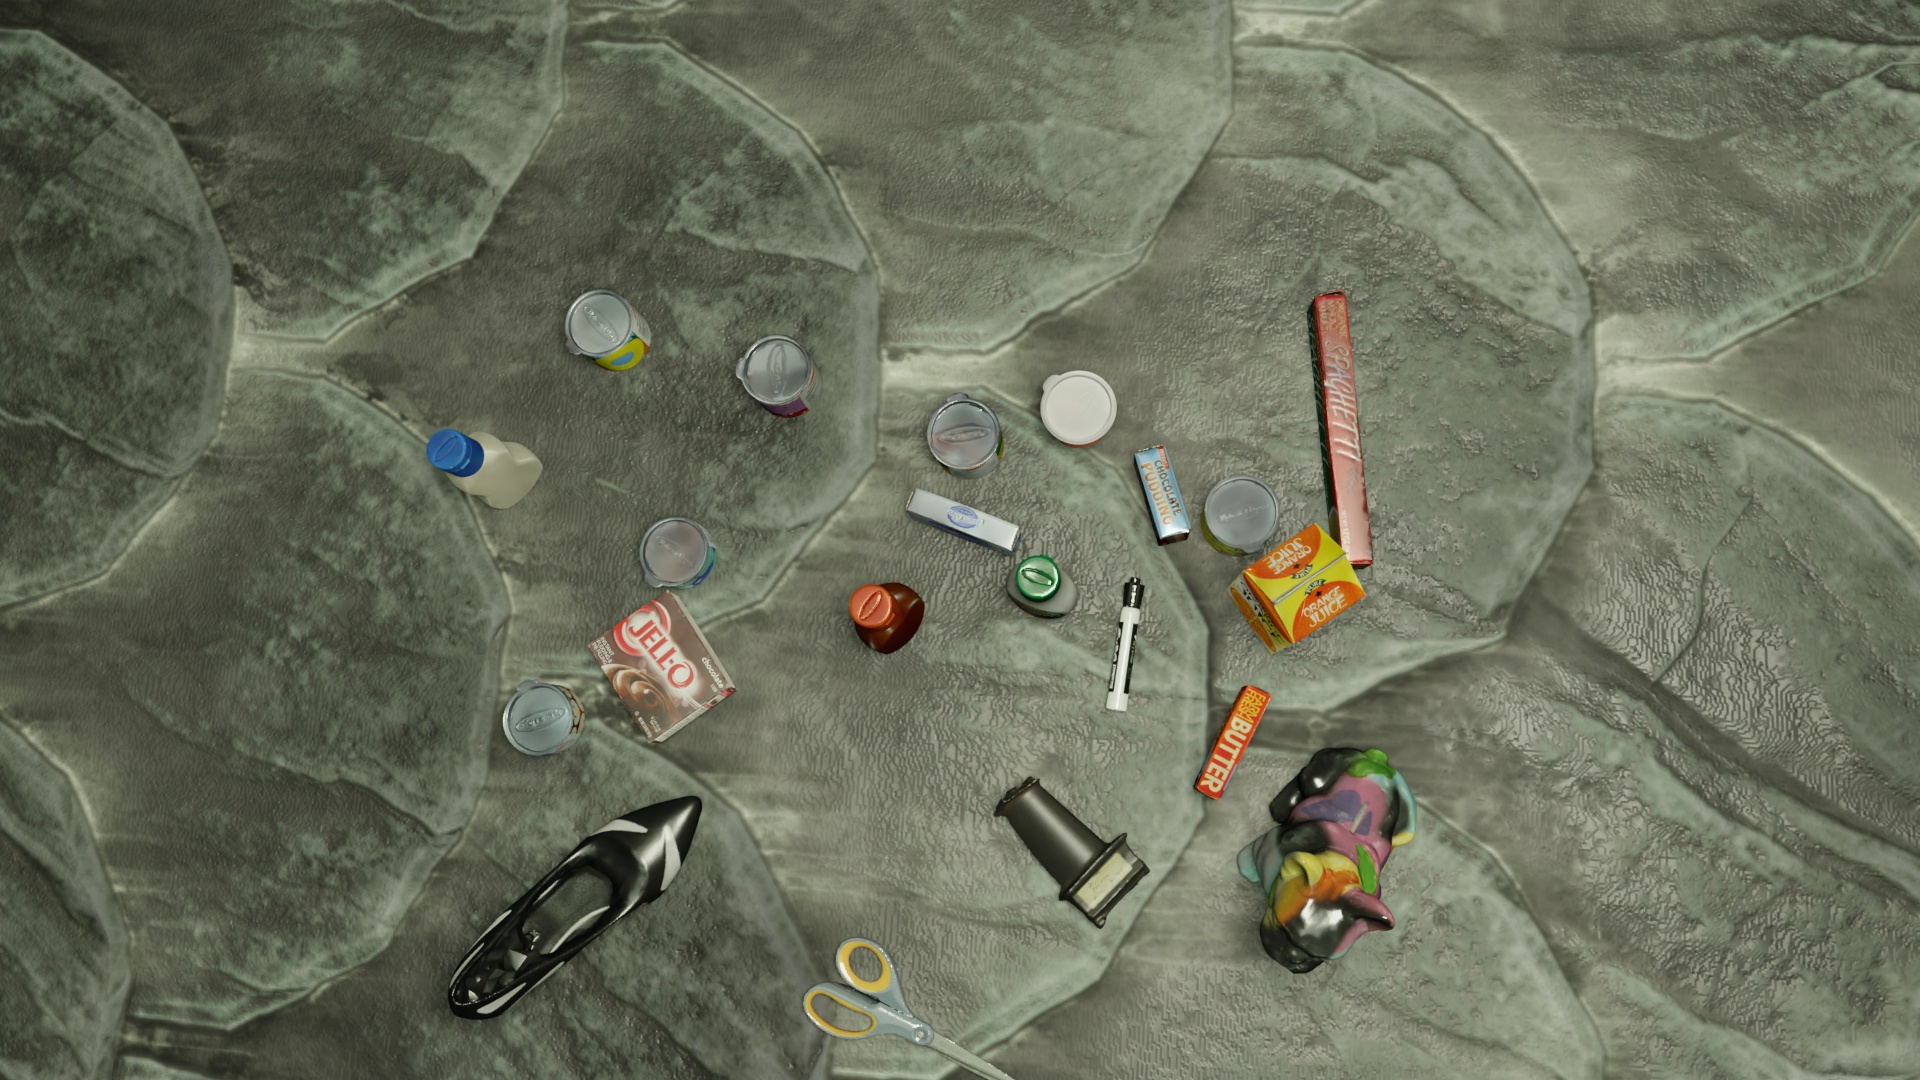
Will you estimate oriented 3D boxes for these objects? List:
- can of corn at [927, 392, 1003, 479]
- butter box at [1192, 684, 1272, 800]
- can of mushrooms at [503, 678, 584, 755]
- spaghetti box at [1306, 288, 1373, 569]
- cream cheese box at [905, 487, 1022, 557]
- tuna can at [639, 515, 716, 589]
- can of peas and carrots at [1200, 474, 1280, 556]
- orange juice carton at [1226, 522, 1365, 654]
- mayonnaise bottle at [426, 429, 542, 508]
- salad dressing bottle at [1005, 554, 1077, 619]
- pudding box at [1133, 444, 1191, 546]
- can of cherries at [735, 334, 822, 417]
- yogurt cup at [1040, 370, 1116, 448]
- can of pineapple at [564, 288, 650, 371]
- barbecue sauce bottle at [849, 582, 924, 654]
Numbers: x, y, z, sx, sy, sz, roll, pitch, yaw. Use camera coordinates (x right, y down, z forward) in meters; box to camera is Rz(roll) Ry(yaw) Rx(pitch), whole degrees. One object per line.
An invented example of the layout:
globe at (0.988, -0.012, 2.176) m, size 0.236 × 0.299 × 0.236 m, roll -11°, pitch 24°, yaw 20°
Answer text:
can of corn at (0.005, -0.095, 1.274) m, size 0.071 × 0.058 × 0.071 m, roll -1°, pitch 81°, yaw 5°
butter box at (0.237, 0.176, 1.213) m, size 0.024 × 0.053 × 0.103 m, roll 27°, pitch 85°, yaw 9°
can of mushrooms at (-0.384, 0.163, 1.282) m, size 0.071 × 0.033 × 0.071 m, roll -1°, pitch 81°, yaw 5°
spaghetti box at (0.341, -0.099, 1.248) m, size 0.029 × 0.050 × 0.250 m, roll -4°, pitch 81°, yaw 5°
cream cheese box at (0.005, -0.016, 1.264) m, size 0.104 × 0.053 × 0.024 m, roll 21°, pitch 84°, yaw 8°
tuna can at (-0.264, 0.014, 1.294) m, size 0.071 × 0.033 × 0.071 m, roll -1°, pitch 81°, yaw 5°
can of peas and carrots at (0.250, -0.019, 1.240) m, size 0.071 × 0.058 × 0.071 m, roll -1°, pitch 81°, yaw 5°
orange juice carton at (0.279, 0.041, 1.159) m, size 0.072 × 0.192 × 0.073 m, roll -33°, pitch 80°, yaw 0°
mayonnaise bottle at (-0.435, -0.069, 1.265) m, size 0.041 × 0.148 × 0.065 m, roll 40°, pitch 87°, yaw 9°
salad dressing bottle at (0.069, 0.039, 1.202) m, size 0.064 × 0.147 × 0.044 m, roll 22°, pitch 84°, yaw 8°
pudding box at (0.182, -0.040, 1.254) m, size 0.030 × 0.049 × 0.084 m, roll -16°, pitch 80°, yaw 3°
can of cherries at (-0.169, -0.153, 1.299) m, size 0.071 × 0.058 × 0.071 m, roll -1°, pitch 81°, yaw 5°
yogurt cup at (0.108, -0.116, 1.270) m, size 0.072 × 0.054 × 0.072 m, roll -1°, pitch 81°, yaw 5°
can of pineapple at (-0.336, -0.199, 1.322) m, size 0.071 × 0.058 × 0.071 m, roll -1°, pitch 81°, yaw 5°
barbecue sauce bottle at (-0.066, 0.064, 1.210) m, size 0.044 × 0.148 × 0.065 m, roll 36°, pitch 86°, yaw 9°
